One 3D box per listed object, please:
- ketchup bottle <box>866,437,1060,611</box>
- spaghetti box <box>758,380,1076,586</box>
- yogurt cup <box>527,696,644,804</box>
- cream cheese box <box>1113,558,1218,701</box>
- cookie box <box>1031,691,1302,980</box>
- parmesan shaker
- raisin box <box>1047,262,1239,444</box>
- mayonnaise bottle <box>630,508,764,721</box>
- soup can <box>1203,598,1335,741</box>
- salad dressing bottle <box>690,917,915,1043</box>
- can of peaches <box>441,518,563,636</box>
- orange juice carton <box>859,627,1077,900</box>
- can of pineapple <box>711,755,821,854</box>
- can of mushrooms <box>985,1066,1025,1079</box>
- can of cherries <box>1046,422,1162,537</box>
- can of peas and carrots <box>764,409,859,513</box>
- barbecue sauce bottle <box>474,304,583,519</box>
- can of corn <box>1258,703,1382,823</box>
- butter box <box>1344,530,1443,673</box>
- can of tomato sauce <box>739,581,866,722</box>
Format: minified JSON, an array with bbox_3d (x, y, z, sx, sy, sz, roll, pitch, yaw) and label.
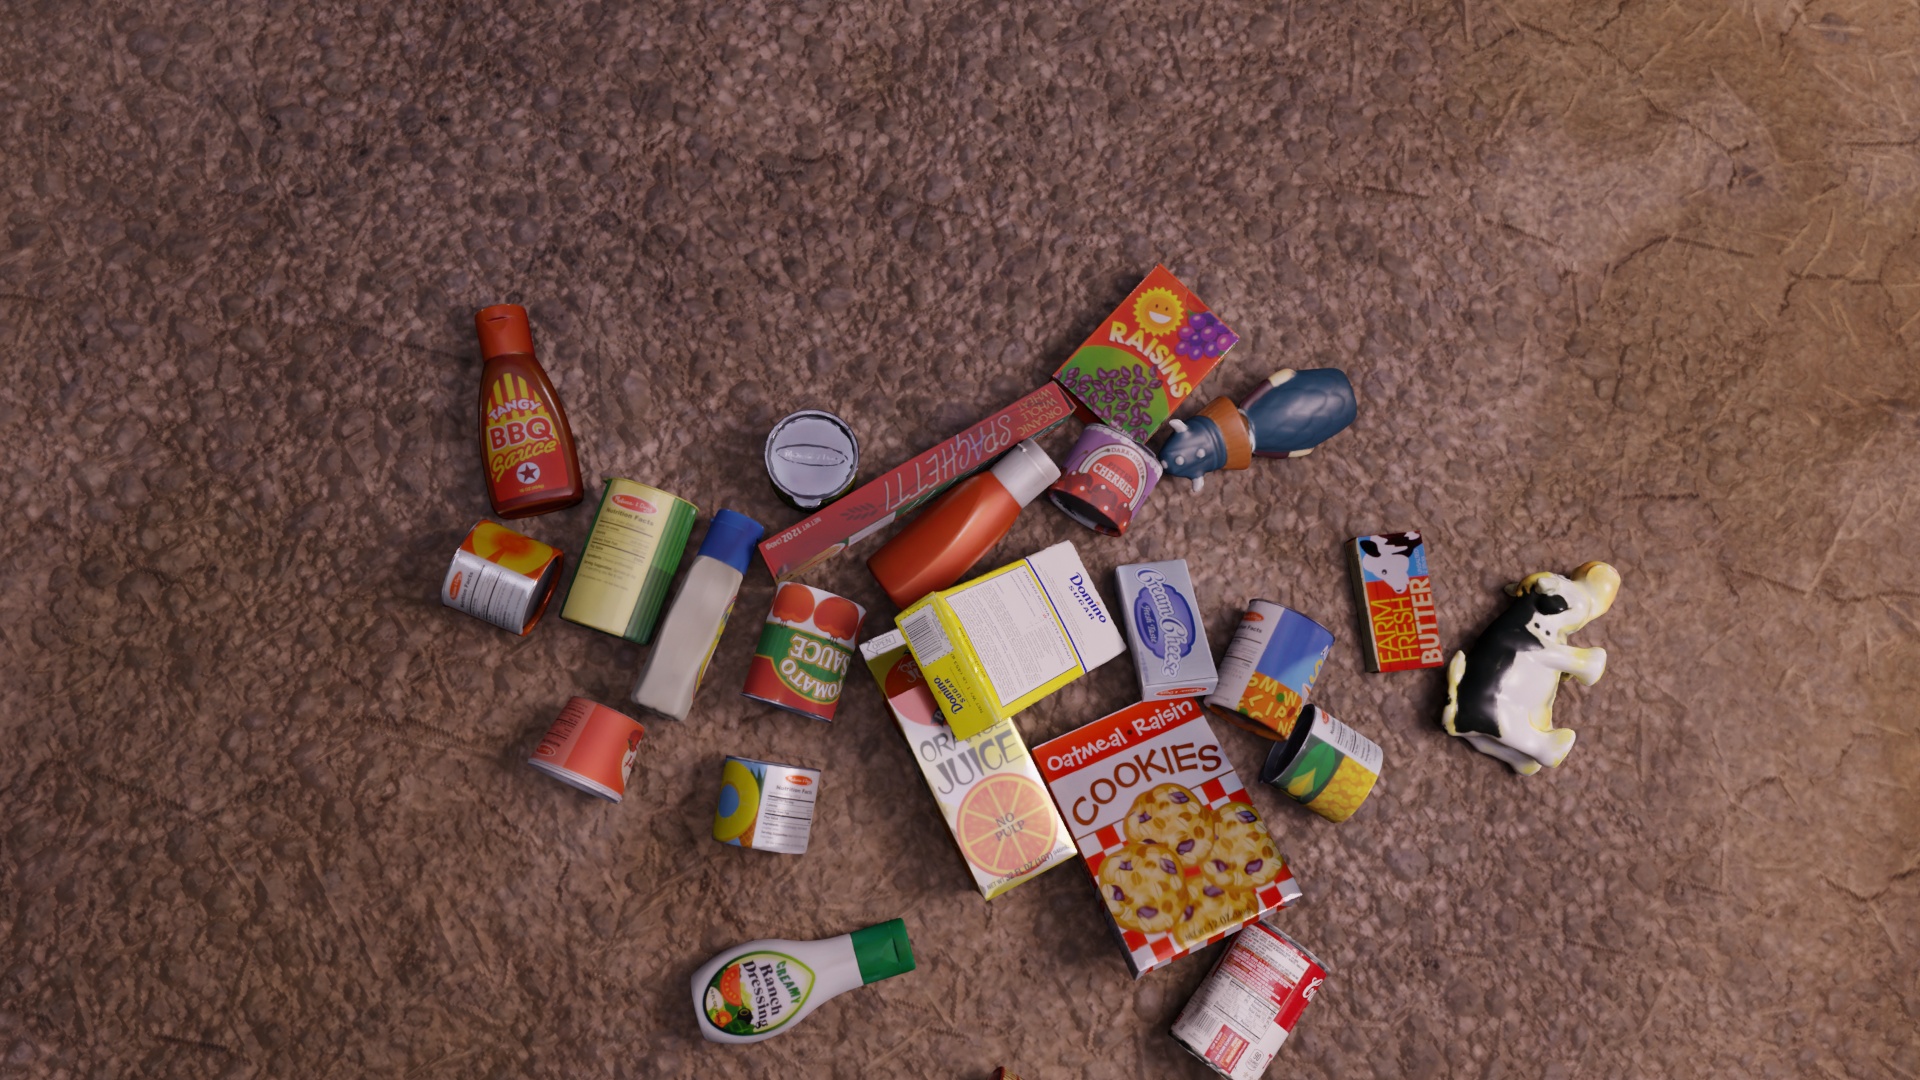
[{"bbox_3d":[0.004,-0.012,0.985,0.149,0.065,0.043,-41,123,0],"label":"ketchup bottle"},{"bbox_3d":[-0.031,-0.042,1.005,0.250,0.050,0.028,-30,85,-10],"label":"spaghetti box"},{"bbox_3d":[-0.251,0.141,0.944,0.072,0.072,0.054,23,71,-2],"label":"yogurt cup"},{"bbox_3d":[0.146,0.063,0.998,0.053,0.024,0.104,-6,56,-6],"label":"cream cheese box"},{"bbox_3d":[0.138,0.197,0.961,0.123,0.040,0.168,-22,64,-10],"label":"cookie box"},{"bbox_3d":[-0.233,0.015,0.967,0.071,0.071,0.103,19,80,-3],"label":"parmesan shaker"},{"bbox_3d":[0.137,-0.134,1.044,0.086,0.040,0.123,43,78,3],"label":"raisin box"},{"bbox_3d":[-0.182,0.051,0.969,0.041,0.064,0.148,23,75,-5],"label":"mayonnaise bottle"},{"bbox_3d":[0.224,0.095,1.000,0.071,0.071,0.084,28,79,-1],"label":"soup can"},{"bbox_3d":[-0.105,0.294,0.942,0.148,0.044,0.064,-15,81,-9],"label":"salad dressing bottle"},{"bbox_3d":[-0.313,0.025,0.957,0.058,0.071,0.071,23,79,-2],"label":"can of peaches"},{"bbox_3d":[0.002,0.144,0.964,0.072,0.073,0.193,-26,83,-9],"label":"orange juice carton"},{"bbox_3d":[-0.134,0.180,0.949,0.071,0.071,0.058,10,80,-4],"label":"can of pineapple"},{"bbox_3d":[0.026,0.387,0.927,0.033,0.071,0.071,32,79,2],"label":"can of mushrooms"},{"bbox_3d":[0.105,-0.043,1.008,0.071,0.071,0.058,33,79,0],"label":"can of cherries"},{"bbox_3d":[-0.106,-0.053,0.995,0.071,0.058,0.071,1,81,-5],"label":"can of peas and carrots"},{"bbox_3d":[-0.313,-0.093,0.988,0.065,0.043,0.148,-13,81,-7],"label":"barbecue sauce bottle"},{"bbox_3d":[0.257,0.162,0.993,0.058,0.071,0.071,32,79,0],"label":"can of corn"},{"bbox_3d":[0.325,0.047,1.040,0.053,0.024,0.103,-6,81,-6],"label":"butter box"},{"bbox_3d":[-0.107,0.078,0.966,0.071,0.071,0.083,18,79,-3],"label":"can of tomato sauce"}]
